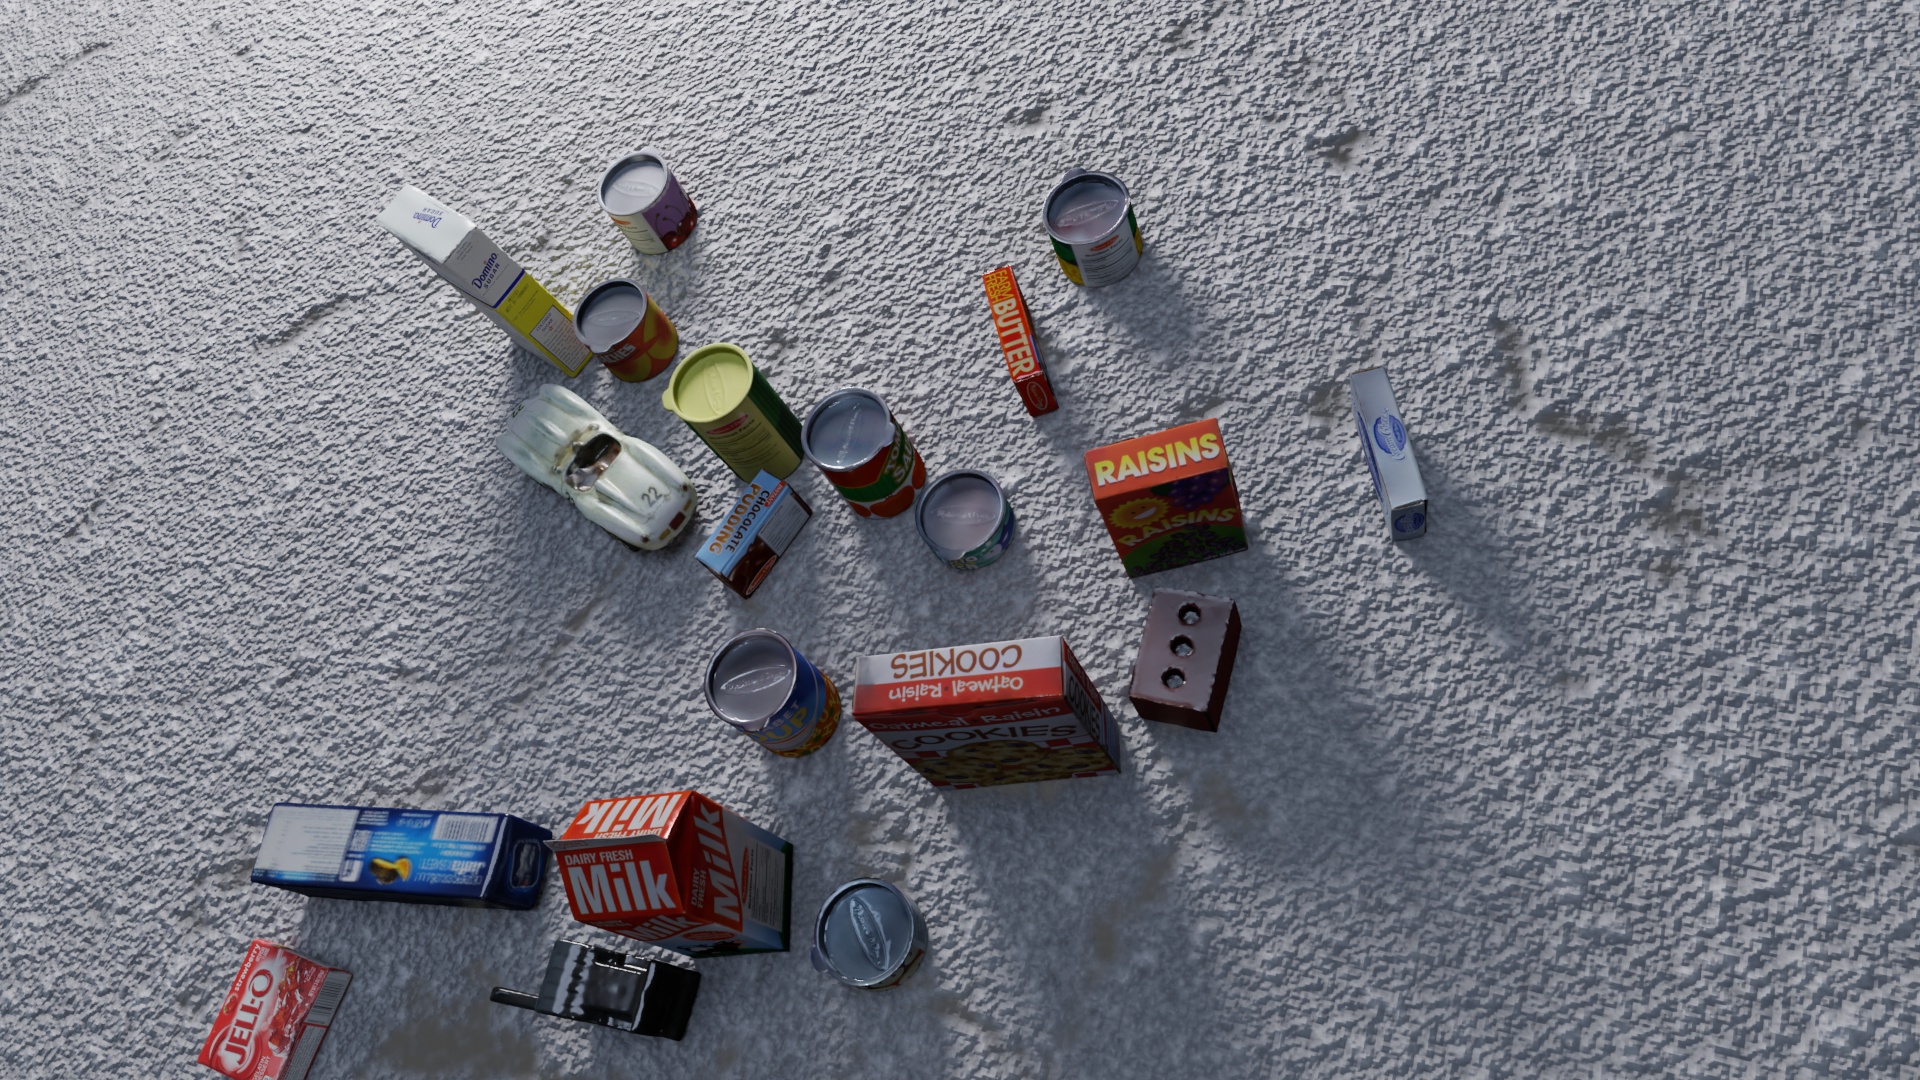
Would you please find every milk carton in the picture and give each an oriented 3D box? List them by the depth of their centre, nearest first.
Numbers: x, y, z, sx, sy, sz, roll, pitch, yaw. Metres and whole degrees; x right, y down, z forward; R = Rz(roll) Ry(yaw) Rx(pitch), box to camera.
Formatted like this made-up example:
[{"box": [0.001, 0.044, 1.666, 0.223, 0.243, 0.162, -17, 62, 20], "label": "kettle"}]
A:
[{"box": [-0.172, 0.202, 0.844, 0.072, 0.190, 0.074, -8, 64, 14], "label": "milk carton"}]

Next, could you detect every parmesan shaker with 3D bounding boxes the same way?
[{"box": [-0.166, -0.091, 1.033, 0.071, 0.102, 0.071, -7, 64, 15], "label": "parmesan shaker"}]

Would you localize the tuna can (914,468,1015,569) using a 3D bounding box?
[{"box": [0.004, -0.012, 0.981, 0.071, 0.032, 0.071, -7, 64, 15], "label": "tuna can"}]

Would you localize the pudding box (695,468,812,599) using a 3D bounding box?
[{"box": [-0.150, -0.004, 1.017, 0.030, 0.049, 0.084, 29, 77, 27], "label": "pudding box"}]

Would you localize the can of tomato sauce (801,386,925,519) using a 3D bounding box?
[{"box": [-0.066, -0.061, 0.998, 0.071, 0.083, 0.071, -7, 64, 15], "label": "can of tomato sauce"}]

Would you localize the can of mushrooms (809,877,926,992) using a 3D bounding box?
[{"box": [-0.058, 0.250, 0.875, 0.071, 0.033, 0.071, -7, 64, 15], "label": "can of mushrooms"}]

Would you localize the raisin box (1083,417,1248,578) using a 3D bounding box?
[{"box": [0.135, -0.025, 0.893, 0.086, 0.123, 0.040, -14, 62, 11], "label": "raisin box"}]

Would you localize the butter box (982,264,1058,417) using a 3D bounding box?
[{"box": [0.044, -0.147, 1.021, 0.024, 0.053, 0.104, -19, 61, 9], "label": "butter box"}]

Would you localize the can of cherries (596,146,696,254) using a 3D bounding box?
[{"box": [-0.265, -0.289, 1.184, 0.071, 0.058, 0.072, -7, 64, 15], "label": "can of cherries"}]

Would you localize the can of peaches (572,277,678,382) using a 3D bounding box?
[{"box": [-0.272, -0.168, 1.129, 0.071, 0.058, 0.071, -7, 64, 15], "label": "can of peaches"}]

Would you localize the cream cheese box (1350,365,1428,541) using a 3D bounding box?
[{"box": [0.278, -0.056, 0.903, 0.024, 0.053, 0.104, -14, 62, 11], "label": "cream cheese box"}]

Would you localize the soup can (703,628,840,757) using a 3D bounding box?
[{"box": [-0.125, 0.107, 0.936, 0.071, 0.083, 0.071, -7, 64, 15], "label": "soup can"}]

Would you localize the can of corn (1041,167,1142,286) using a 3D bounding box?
[{"box": [0.099, -0.235, 1.042, 0.071, 0.058, 0.071, -7, 64, 15], "label": "can of corn"}]

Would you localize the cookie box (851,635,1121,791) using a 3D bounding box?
[{"box": [0.021, 0.109, 0.840, 0.123, 0.167, 0.040, -8, 64, 14], "label": "cookie box"}]
